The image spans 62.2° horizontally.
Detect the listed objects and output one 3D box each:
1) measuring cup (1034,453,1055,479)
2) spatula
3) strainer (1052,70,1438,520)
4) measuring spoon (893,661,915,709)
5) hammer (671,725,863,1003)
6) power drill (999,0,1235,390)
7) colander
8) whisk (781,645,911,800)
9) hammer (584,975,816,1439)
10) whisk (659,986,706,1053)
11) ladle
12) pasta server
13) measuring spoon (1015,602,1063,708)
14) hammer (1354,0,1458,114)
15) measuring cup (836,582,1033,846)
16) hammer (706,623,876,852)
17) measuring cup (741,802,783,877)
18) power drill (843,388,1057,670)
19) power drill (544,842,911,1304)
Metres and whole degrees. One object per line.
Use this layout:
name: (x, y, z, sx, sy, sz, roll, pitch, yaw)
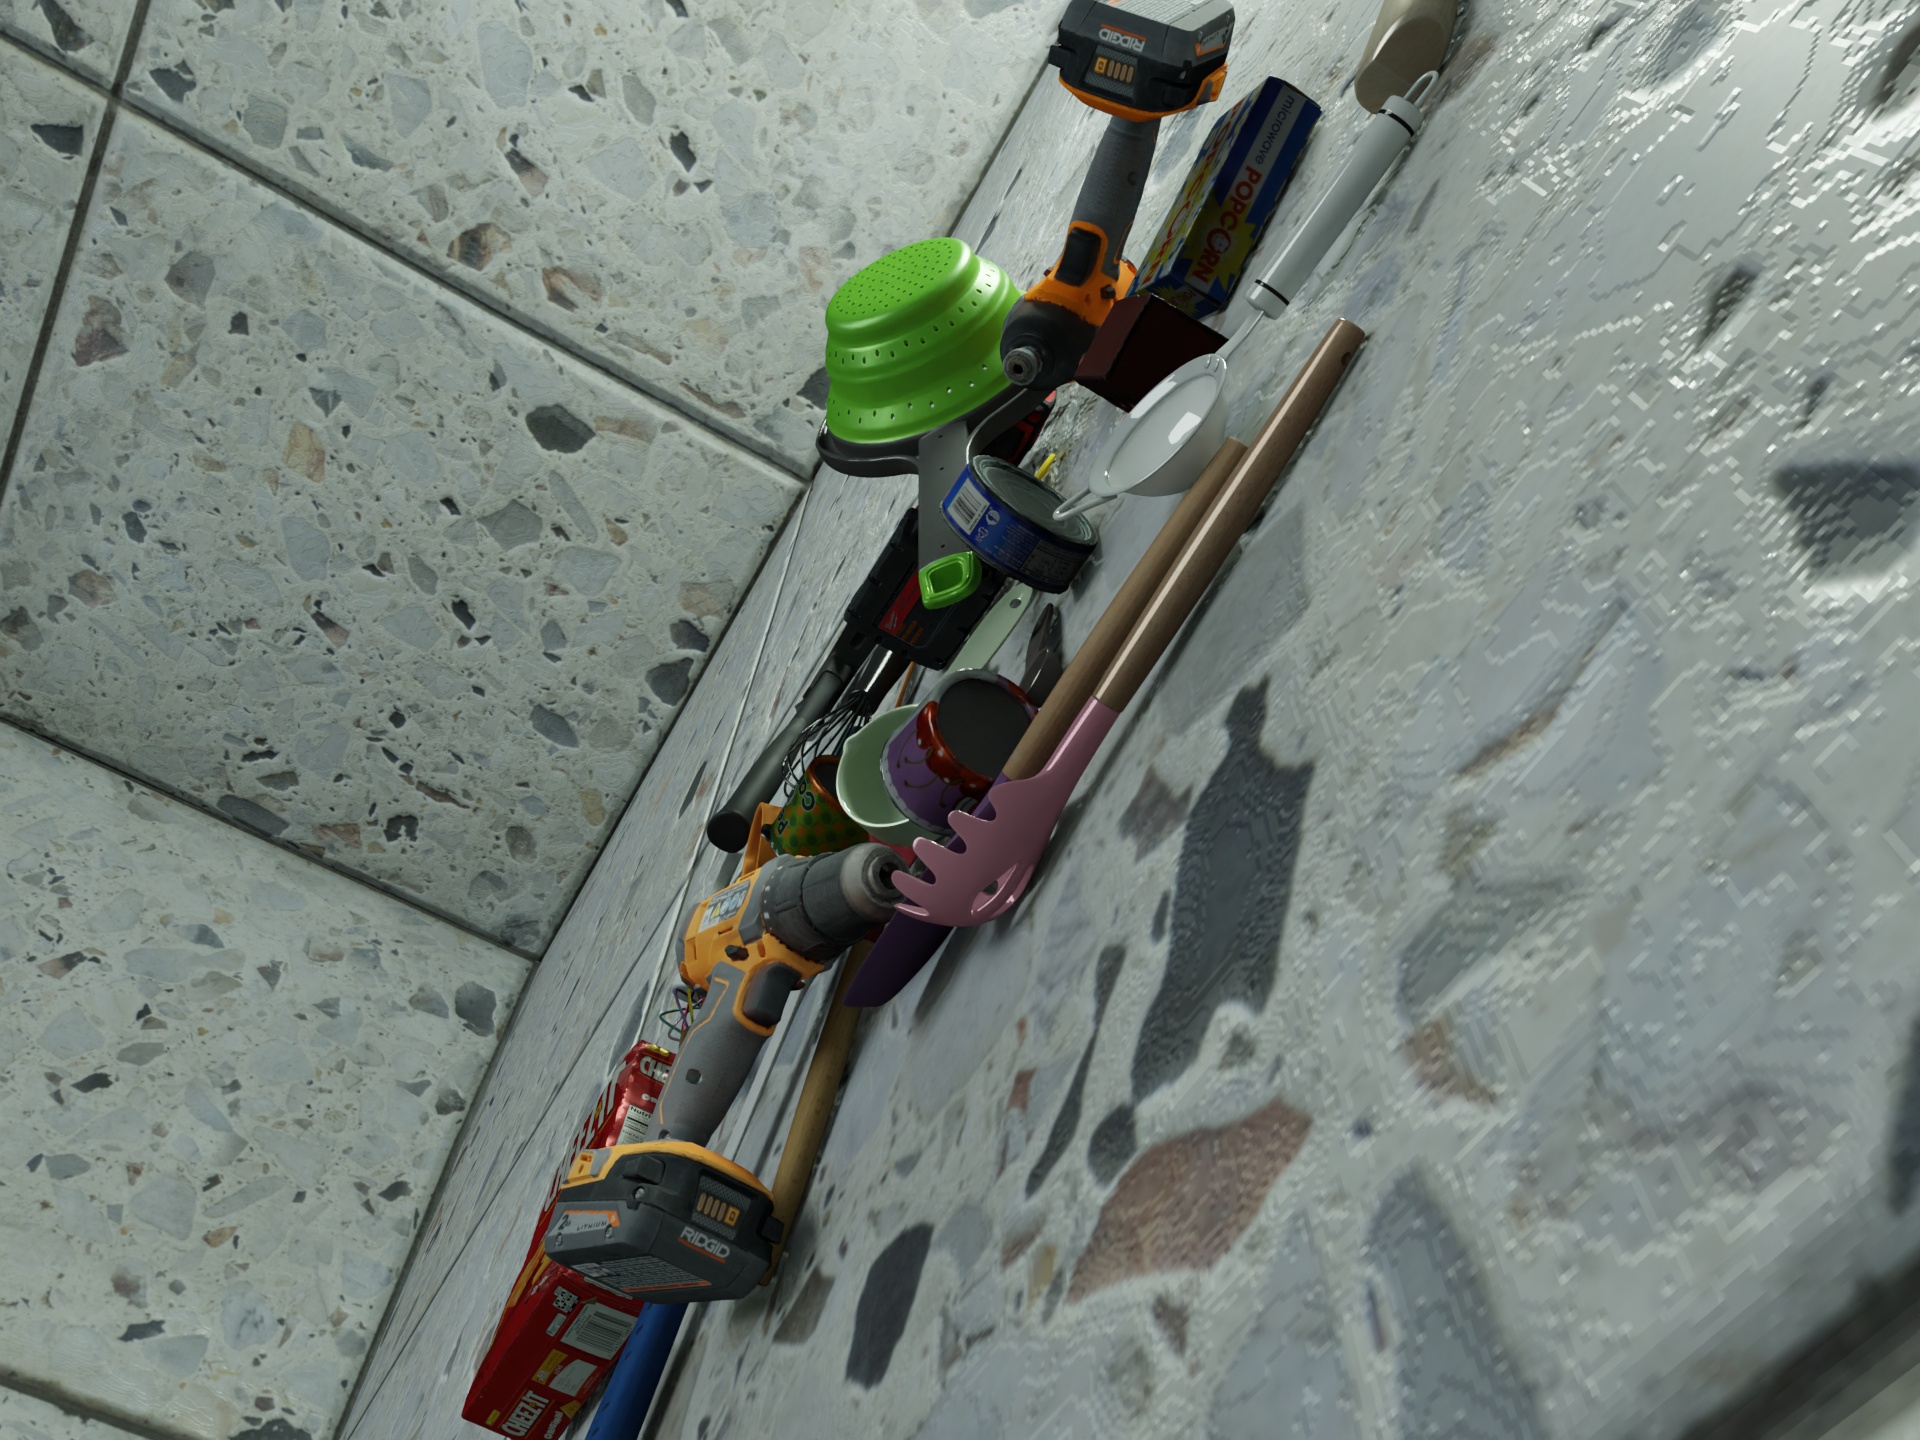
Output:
measuring cup: (0.053, -0.140, 1.025, 0.062, 0.029, 0.157, -55, 3, 29)
spatula: (0.040, 0.007, 0.735, 0.316, 0.018, 0.059, -57, -30, 10)
strainer: (0.138, -0.185, 0.731, 0.258, 0.050, 0.087, -54, 20, 12)
measuring spoon: (-0.041, -0.010, 1.144, 0.021, 0.011, 0.117, 110, 179, -70)
hammer: (-0.149, 0.107, 1.273, 0.331, 0.033, 0.128, -49, 20, 46)
power drill: (0.082, -0.307, 0.941, 0.164, 0.084, 0.226, -52, -18, -51)
colander: (-0.024, -0.214, 1.029, 0.204, 0.094, 0.398, -20, 36, 14)
whisk: (-0.070, -0.010, 1.139, 0.055, 0.055, 0.239, -53, 6, 38)
hammer: (-0.147, 0.285, 0.893, 0.144, 0.035, 0.406, -35, 30, 63)
whisk: (-0.182, 0.210, 1.081, 0.245, 0.051, 0.047, 173, 106, -82)
ladle: (-0.057, 0.143, 0.851, 0.069, 0.031, 0.316, -17, 46, 45)
pasta server: (0.072, -0.034, 0.681, 0.040, 0.060, 0.316, 40, 104, 35)
measuring spoon: (0.047, -0.036, 0.849, 0.034, 0.018, 0.124, -57, 7, 23)
hammer: (0.261, -0.462, 0.820, 0.146, 0.038, 0.411, -39, 27, 64)
measuring cup: (-0.001, -0.003, 0.878, 0.083, 0.038, 0.167, 21, 69, 38)
hammer: (-0.135, 0.013, 1.284, 0.146, 0.035, 0.335, -55, 4, 24)
measuring cup: (-0.126, 0.145, 1.087, 0.095, 0.052, 0.173, -172, 91, -78)
power drill: (-0.002, -0.148, 1.126, 0.143, 0.078, 0.220, -52, 13, 47)
power drill: (-0.108, 0.168, 0.801, 0.185, 0.084, 0.226, -28, 35, 49)
